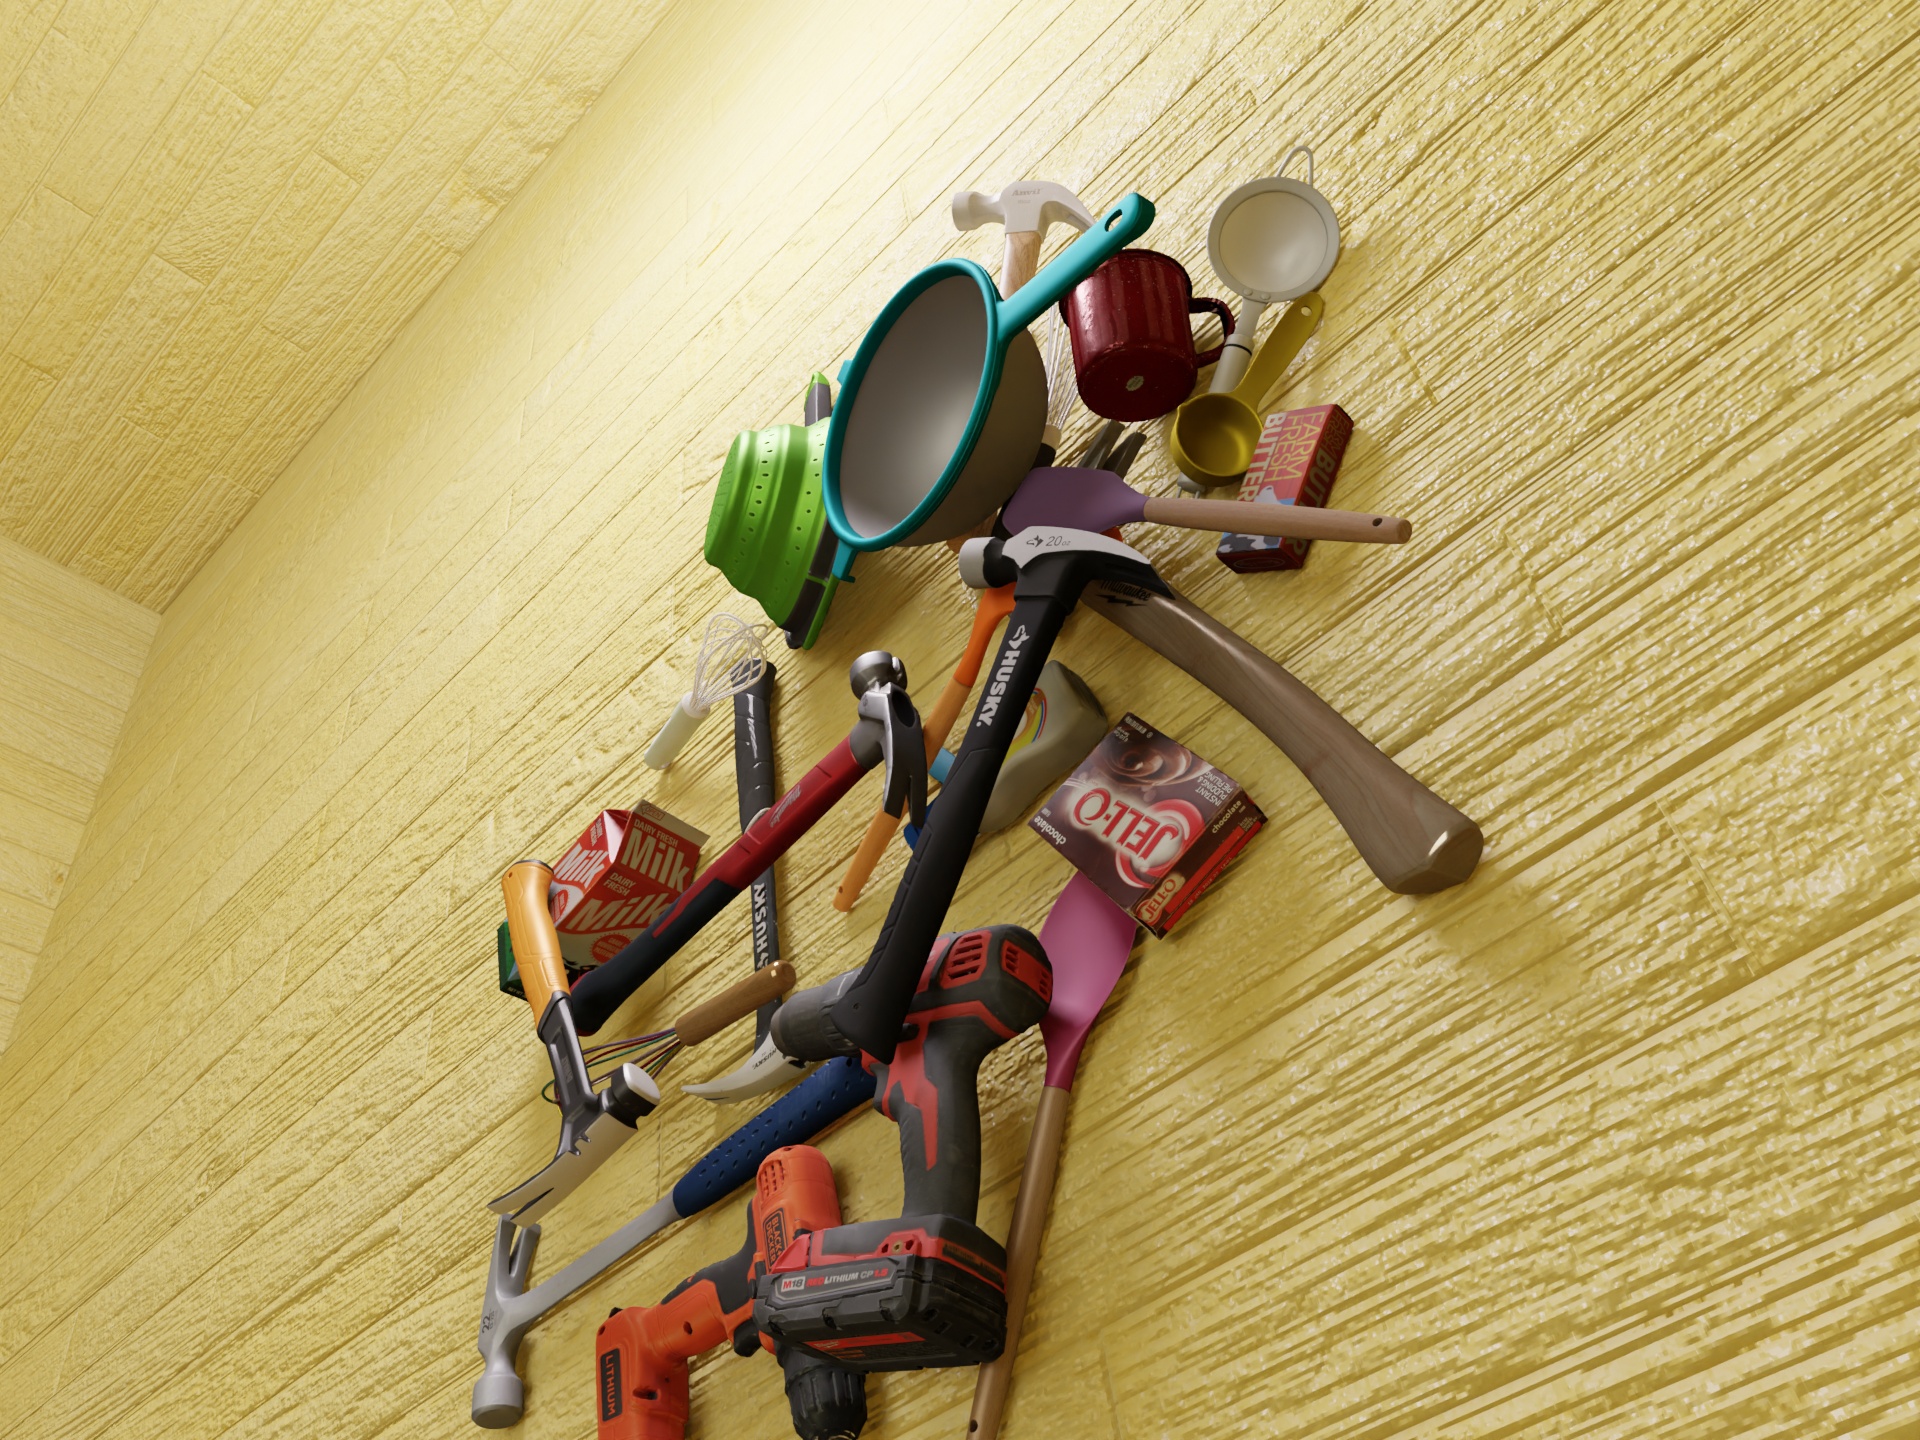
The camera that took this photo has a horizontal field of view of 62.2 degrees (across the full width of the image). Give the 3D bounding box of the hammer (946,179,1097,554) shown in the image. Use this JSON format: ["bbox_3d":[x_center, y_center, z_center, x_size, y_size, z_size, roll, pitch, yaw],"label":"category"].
[{"bbox_3d":[0.035,-0.277,1.222,0.130,0.031,0.331,1,67,21],"label":"hammer"}]

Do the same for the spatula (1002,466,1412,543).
[{"bbox_3d":[0.127,-0.117,0.913,0.316,0.018,0.060,15,72,52],"label":"spatula"}]

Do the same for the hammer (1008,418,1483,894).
[{"bbox_3d":[0.152,-0.040,0.890,0.146,0.038,0.411,-63,34,16],"label":"hammer"}]

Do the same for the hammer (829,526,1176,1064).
[{"bbox_3d":[0.011,0.033,0.891,0.146,0.035,0.335,3,60,39],"label":"hammer"}]

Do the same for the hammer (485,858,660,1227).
[{"bbox_3d":[-0.296,0.203,1.129,0.127,0.034,0.337,-44,34,4],"label":"hammer"}]

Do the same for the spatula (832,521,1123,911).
[{"bbox_3d":[-0.002,-0.003,1.033,0.322,0.041,0.081,-61,37,20],"label":"spatula"}]

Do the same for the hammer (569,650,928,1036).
[{"bbox_3d":[-0.160,0.120,1.097,0.386,0.038,0.143,-43,37,27],"label":"hammer"}]

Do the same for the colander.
[{"bbox_3d":[-0.153,-0.212,1.331,0.398,0.094,0.204,-98,28,-55],"label":"colander"}]

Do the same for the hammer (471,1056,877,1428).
[{"bbox_3d":[-0.191,0.314,1.045,0.405,0.035,0.144,-39,38,24],"label":"hammer"}]

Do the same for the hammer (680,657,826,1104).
[{"bbox_3d":[-0.150,0.097,1.174,0.149,0.036,0.409,-40,37,25],"label":"hammer"}]

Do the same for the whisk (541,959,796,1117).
[{"bbox_3d":[-0.201,0.215,1.076,0.245,0.051,0.047,-33,35,29],"label":"whisk"}]

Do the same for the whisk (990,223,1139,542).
[{"bbox_3d":[0.070,-0.233,1.152,0.070,0.070,0.285,2,69,51],"label":"whisk"}]

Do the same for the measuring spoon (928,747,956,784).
[{"bbox_3d":[-0.031,0.017,1.100,0.042,0.021,0.129,-57,33,0],"label":"measuring spoon"}]

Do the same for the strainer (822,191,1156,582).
[{"bbox_3d":[0.034,-0.230,1.070,0.340,0.095,0.211,-31,50,45],"label":"strainer"}]

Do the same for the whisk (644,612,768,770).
[{"bbox_3d":[-0.211,-0.017,1.282,0.058,0.059,0.246,-38,-3,-38],"label":"whisk"}]

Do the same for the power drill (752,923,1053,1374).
[{"bbox_3d":[-0.044,0.225,0.862,0.188,0.080,0.227,-20,45,34],"label":"power drill"}]

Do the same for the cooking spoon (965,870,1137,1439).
[{"bbox_3d":[0.046,0.222,0.845,0.069,0.017,0.319,-9,56,42],"label":"cooking spoon"}]

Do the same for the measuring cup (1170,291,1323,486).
[{"bbox_3d":[0.186,-0.211,1.009,0.156,0.062,0.029,-54,-4,-19],"label":"measuring cup"}]

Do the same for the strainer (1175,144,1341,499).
[{"bbox_3d":[0.183,-0.251,1.039,0.087,0.050,0.258,18,80,10],"label":"strainer"}]
